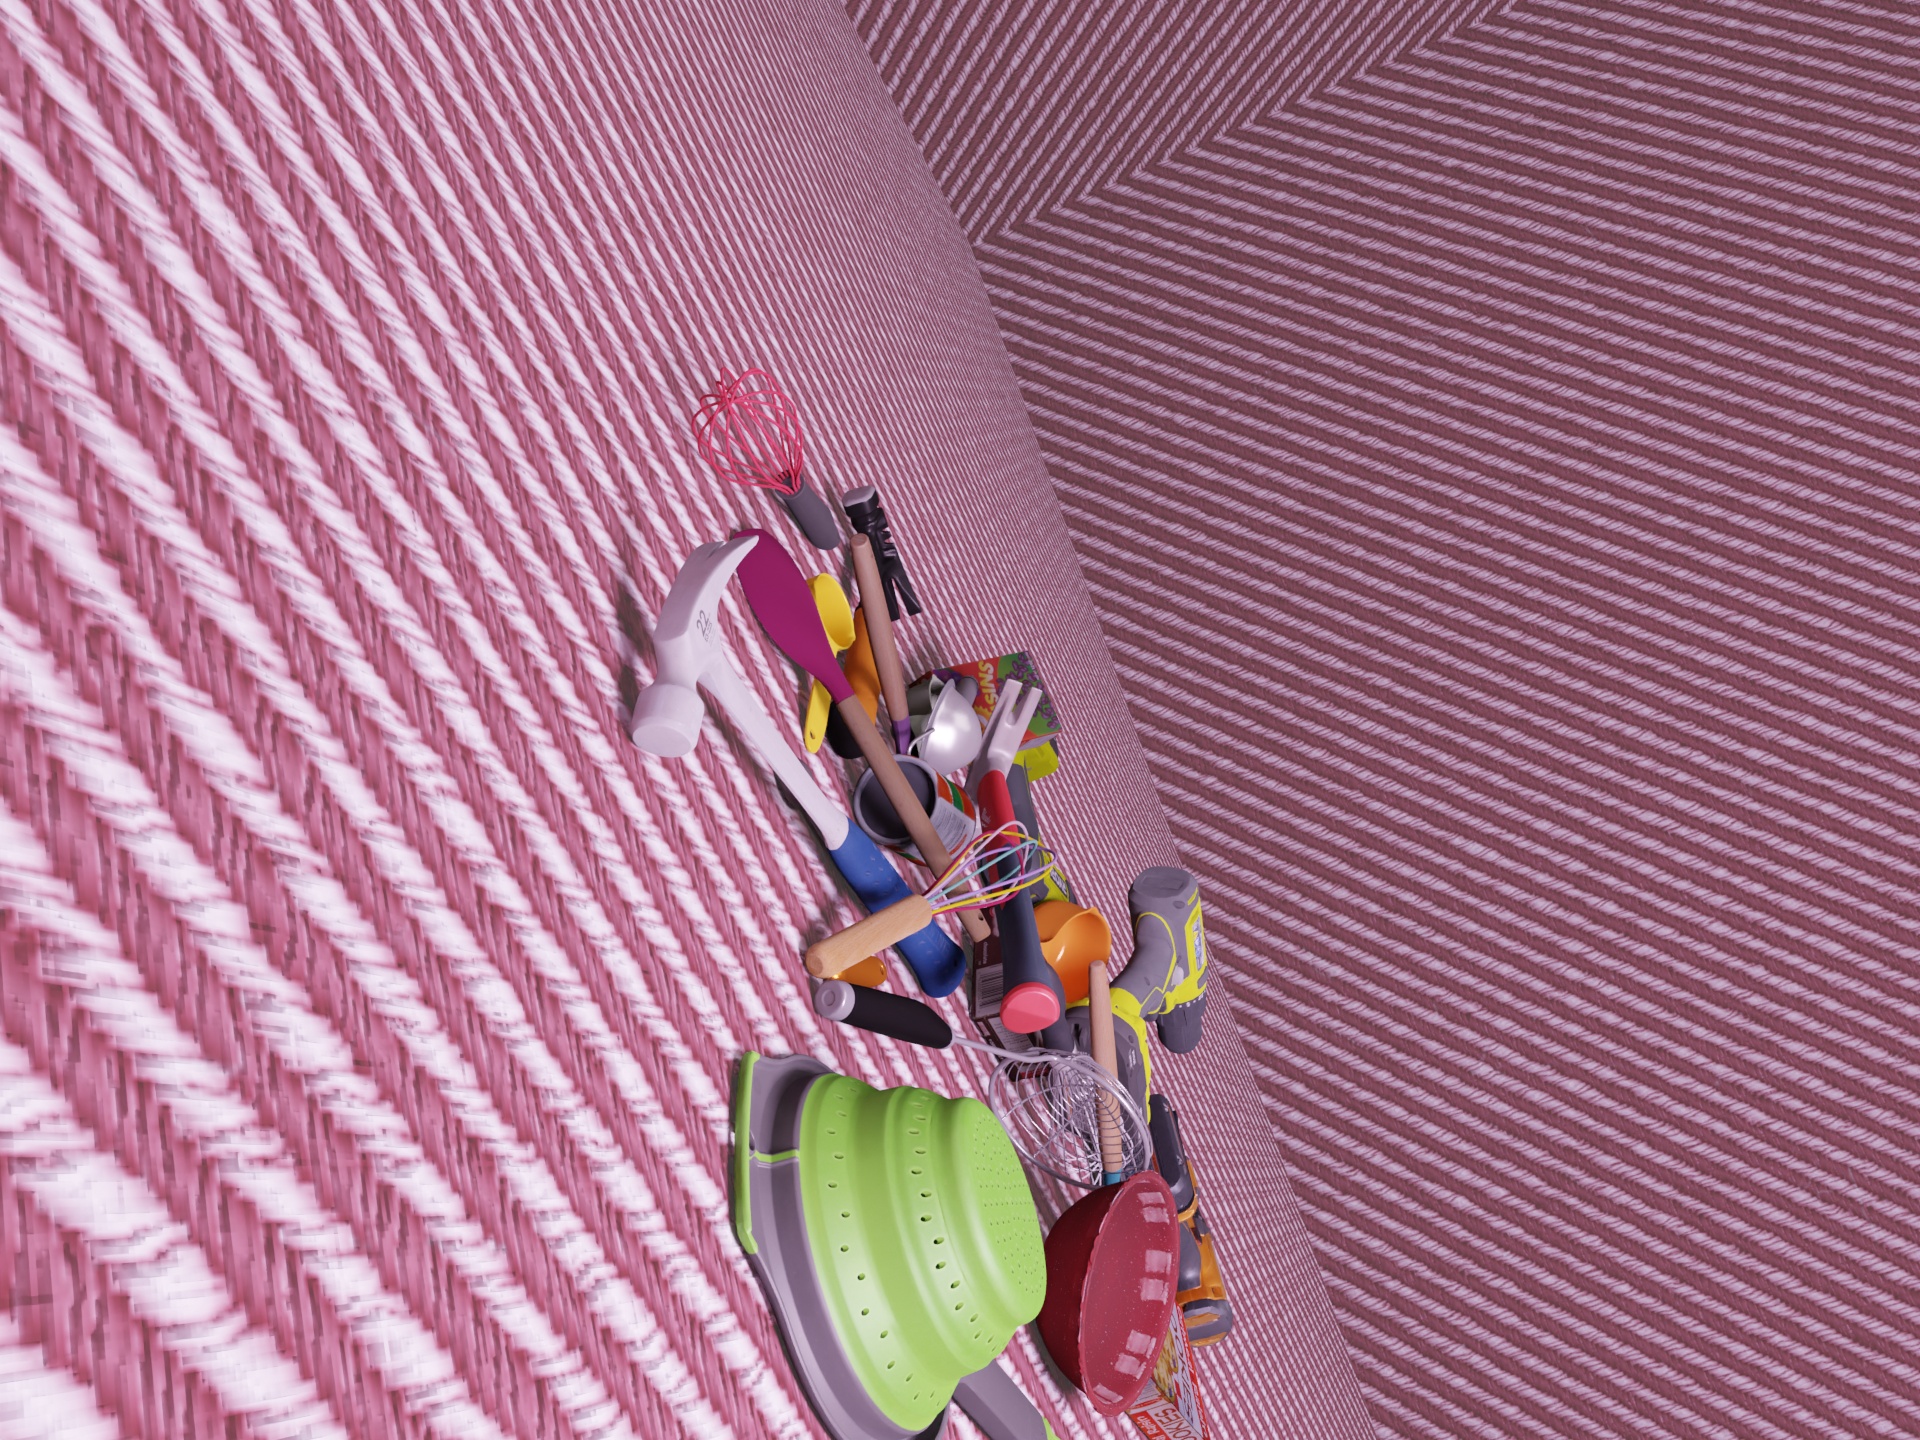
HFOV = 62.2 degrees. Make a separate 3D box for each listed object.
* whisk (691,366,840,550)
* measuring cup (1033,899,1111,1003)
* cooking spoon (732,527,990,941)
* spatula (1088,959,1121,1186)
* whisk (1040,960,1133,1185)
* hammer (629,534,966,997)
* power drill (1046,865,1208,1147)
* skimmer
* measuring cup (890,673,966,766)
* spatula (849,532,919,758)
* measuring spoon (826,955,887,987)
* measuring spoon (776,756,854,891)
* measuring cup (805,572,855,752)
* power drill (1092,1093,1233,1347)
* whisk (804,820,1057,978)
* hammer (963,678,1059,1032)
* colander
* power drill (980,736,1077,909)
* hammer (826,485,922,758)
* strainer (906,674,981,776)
[{"bbox_3d":[-0.129,-0.177,1.151,0.295,0.073,0.073,53,19,-75],"label":"whisk"},{"bbox_3d":[0.057,0.194,1.374,0.173,0.052,0.095,17,91,-45],"label":"measuring cup"},{"bbox_3d":[-0.064,0.008,1.070,0.319,0.017,0.069,60,32,2],"label":"cooking spoon"},{"bbox_3d":[0.123,0.313,1.194,0.082,0.044,0.317,-70,156,-61],"label":"spatula"},{"bbox_3d":[0.083,0.271,1.204,0.070,0.070,0.284,-99,174,-47],"label":"whisk"},{"bbox_3d":[-0.077,0.056,0.959,0.405,0.035,0.144,60,31,-49],"label":"hammer"},{"bbox_3d":[0.159,0.264,1.398,0.228,0.080,0.190,-47,135,-49],"label":"power drill"},{"bbox_3d":[0.012,0.242,1.026,0.363,0.127,0.090,33,66,-53],"label":"skimmer"},{"bbox_3d":[-0.039,0.009,1.297,0.083,0.038,0.167,70,19,2],"label":"measuring cup"},{"bbox_3d":[-0.048,-0.019,1.141,0.315,0.018,0.060,80,13,-52],"label":"spatula"},{"bbox_3d":[-0.061,0.154,0.978,0.117,0.011,0.021,27,44,-74],"label":"measuring spoon"},{"bbox_3d":[-0.082,0.068,1.011,0.034,0.018,0.124,-96,161,-53],"label":"measuring spoon"},{"bbox_3d":[-0.105,-0.037,1.109,0.062,0.029,0.157,55,30,-43],"label":"measuring cup"},{"bbox_3d":[0.187,0.443,1.476,0.186,0.084,0.226,-99,168,-54],"label":"power drill"},{"bbox_3d":[-0.017,0.111,0.996,0.245,0.051,0.047,-21,75,-53],"label":"whisk"},{"bbox_3d":[0.040,0.097,1.172,0.387,0.038,0.143,-100,-150,-68],"label":"hammer"},{"bbox_3d":[0.014,0.308,0.839,0.205,0.094,0.396,-98,163,-49],"label":"colander"},{"bbox_3d":[0.060,0.095,1.512,0.171,0.080,0.223,52,24,-54],"label":"power drill"},{"bbox_3d":[-0.072,-0.064,1.252,0.337,0.034,0.127,-88,161,-59],"label":"hammer"},{"bbox_3d":[-0.002,-0.004,1.269,0.258,0.050,0.087,-68,172,-75],"label":"strainer"}]
